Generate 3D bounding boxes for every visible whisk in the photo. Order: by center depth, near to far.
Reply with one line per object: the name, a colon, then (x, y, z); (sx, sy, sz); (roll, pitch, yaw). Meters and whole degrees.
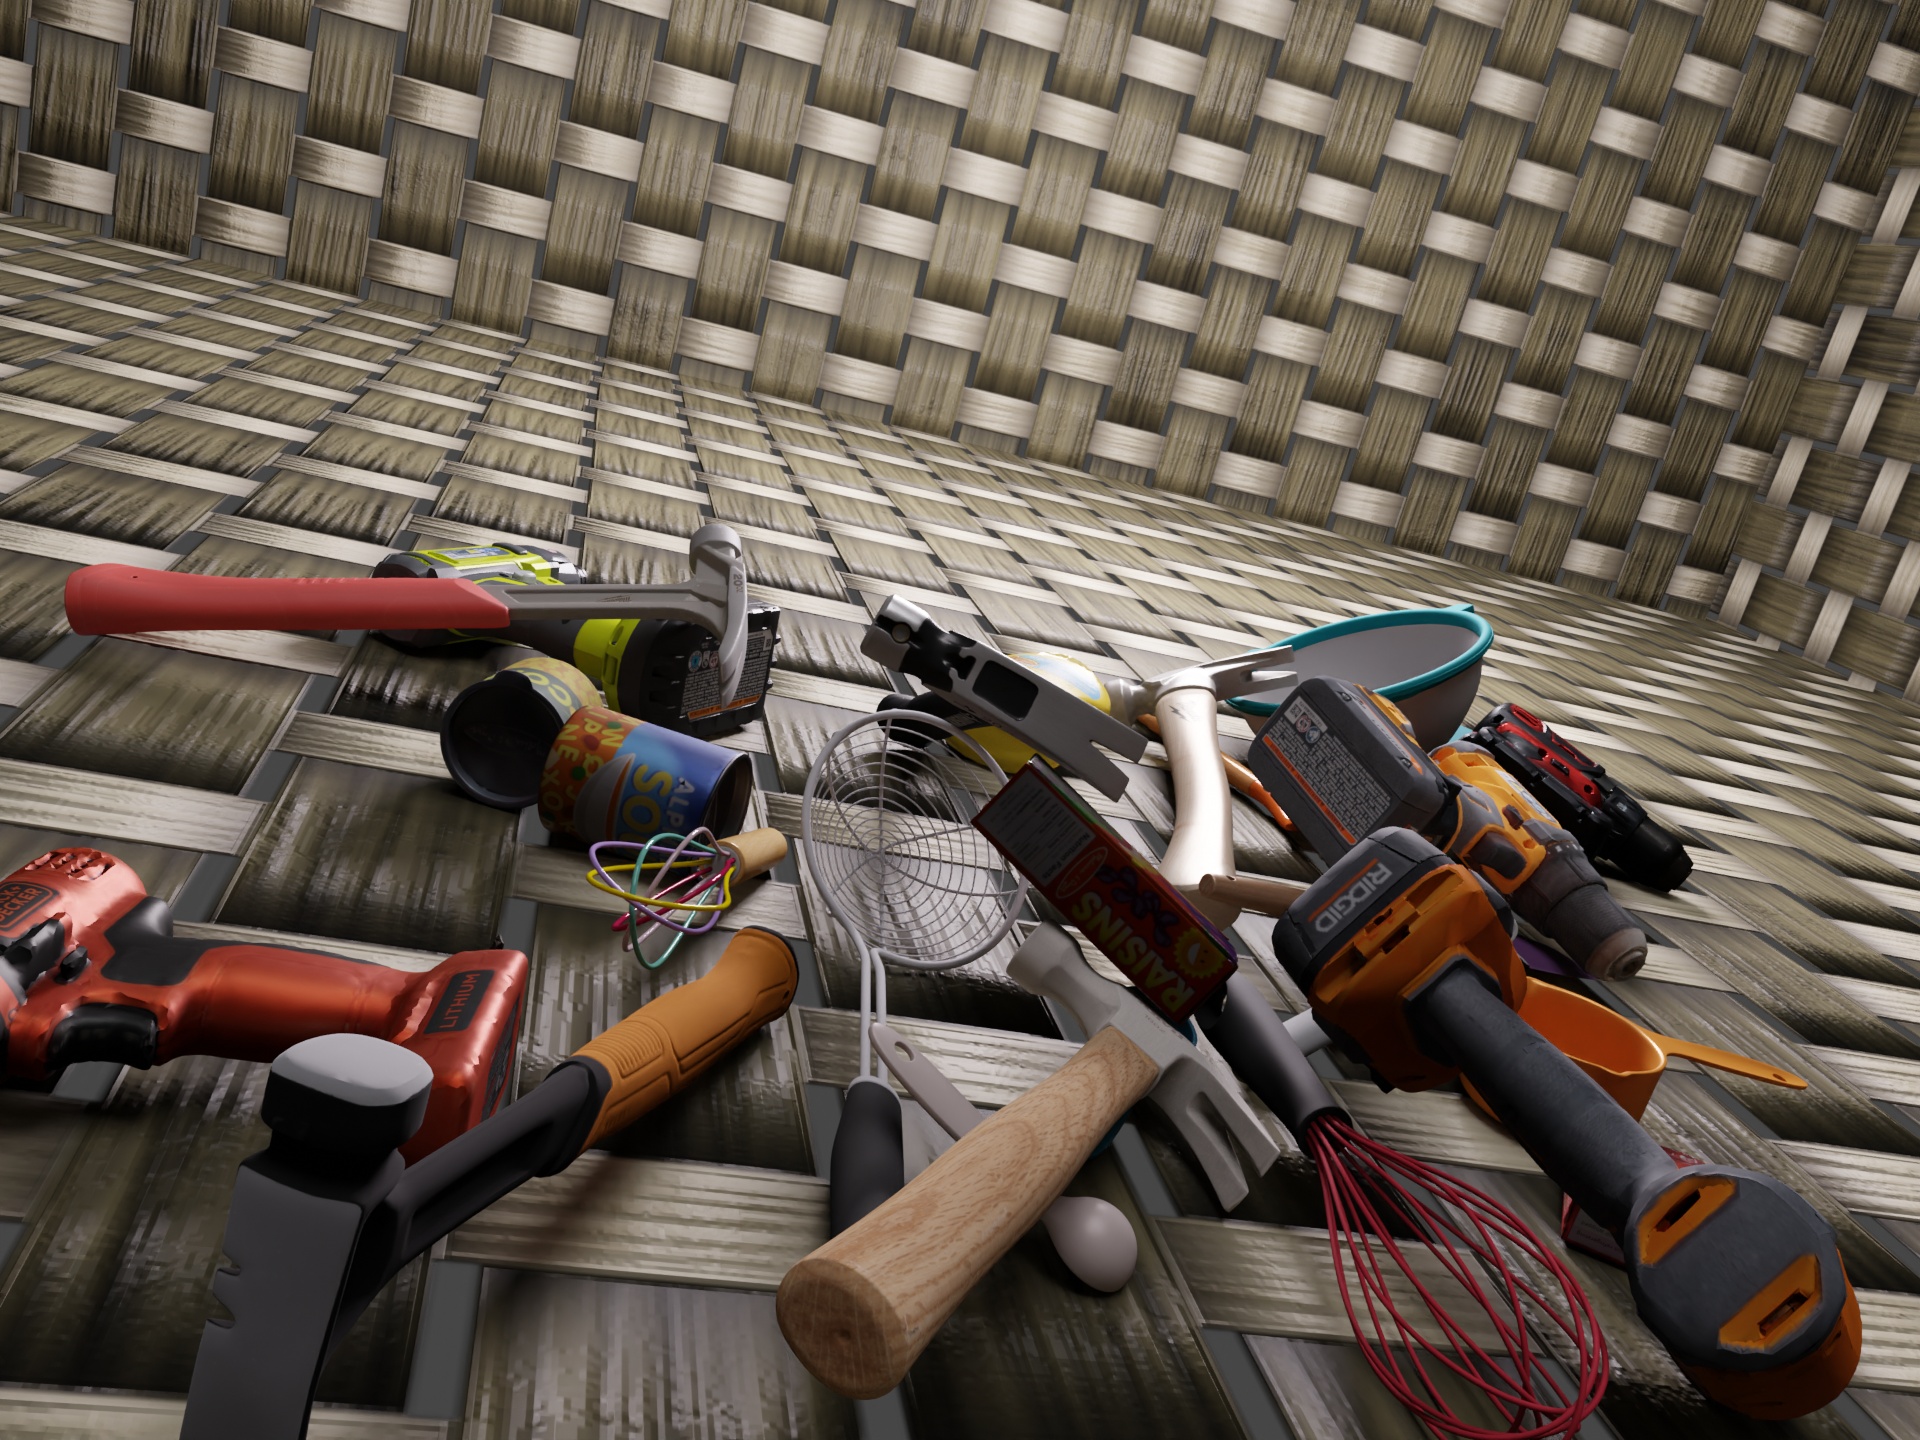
whisk: (0.147, 0.167, 0.602); (0.073, 0.073, 0.296); (11, 15, -16)
whisk: (-0.105, 0.066, 0.687); (0.047, 0.051, 0.245); (-15, -1, 5)

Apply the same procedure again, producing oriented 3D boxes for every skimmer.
skimmer: (-0.015, 0.100, 0.636); (0.127, 0.090, 0.363); (41, 13, -15)

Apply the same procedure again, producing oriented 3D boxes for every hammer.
hammer: (-0.115, 0.123, 0.493); (0.034, 0.127, 0.337); (17, 6, 10)
hammer: (0.028, 0.138, 0.516); (0.130, 0.031, 0.331); (39, 13, 14)
hammer: (-0.297, -0.059, 0.870); (0.359, 0.036, 0.149); (-1, 37, -7)
hammer: (-0.001, -0.003, 0.893); (0.146, 0.035, 0.335); (29, -7, -7)
hammer: (0.164, 0.034, 1.037); (0.146, 0.038, 0.411); (-12, 17, 10)

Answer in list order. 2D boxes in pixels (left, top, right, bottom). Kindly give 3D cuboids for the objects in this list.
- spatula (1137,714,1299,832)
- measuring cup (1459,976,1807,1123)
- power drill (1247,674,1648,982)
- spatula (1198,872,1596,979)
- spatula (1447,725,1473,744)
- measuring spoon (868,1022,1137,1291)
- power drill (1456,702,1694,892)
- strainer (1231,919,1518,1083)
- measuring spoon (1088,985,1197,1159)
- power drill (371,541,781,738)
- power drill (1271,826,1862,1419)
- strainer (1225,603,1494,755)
spatula: (0.206, 0.032, 1.156); (0.081, 0.041, 0.323); (15, 13, -30)
measuring cup: (0.323, 0.176, 0.765); (0.173, 0.052, 0.095); (14, 16, -10)
power drill: (0.296, 0.070, 0.940); (0.226, 0.084, 0.186); (18, 28, -40)
spatula: (0.252, 0.117, 0.904); (0.315, 0.018, 0.060); (14, 15, -34)
spatula: (0.365, 0.057, 1.216); (0.082, 0.044, 0.317); (28, 20, 18)
measuring spoon: (0.016, 0.146, 0.549); (0.124, 0.018, 0.034); (44, 23, 3)
power drill: (0.436, 0.070, 1.153); (0.188, 0.080, 0.226); (42, 24, 19)
strainer: (0.206, 0.138, 0.802); (0.258, 0.050, 0.087); (-11, 74, -47)
measuring spoon: (0.066, 0.154, 0.673); (0.042, 0.021, 0.128); (34, 29, 10)
power drill: (-0.233, -0.062, 1.011); (0.223, 0.080, 0.171); (19, 17, 23)
power drill: (0.229, 0.156, 0.592); (0.164, 0.084, 0.227); (46, 2, -47)
strainer: (0.307, 0.012, 1.199); (0.211, 0.095, 0.340); (-12, 18, 17)
